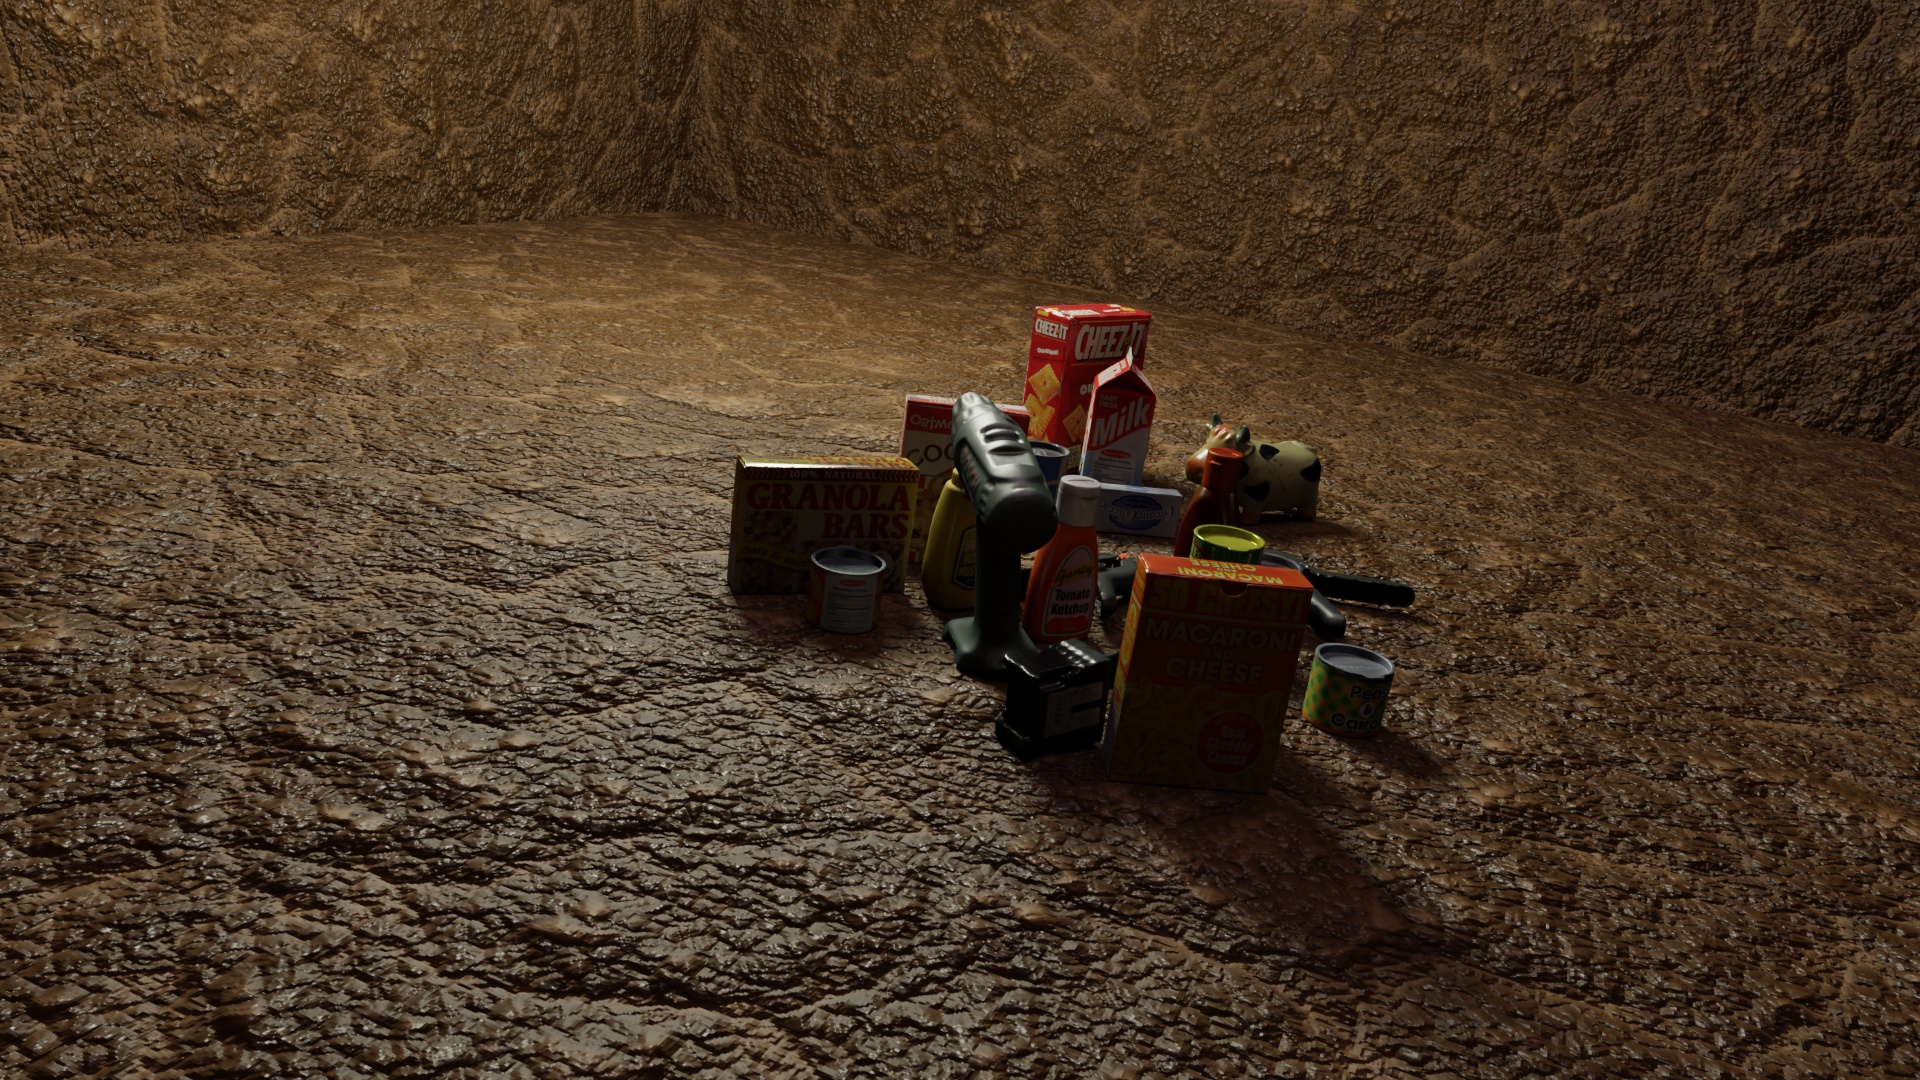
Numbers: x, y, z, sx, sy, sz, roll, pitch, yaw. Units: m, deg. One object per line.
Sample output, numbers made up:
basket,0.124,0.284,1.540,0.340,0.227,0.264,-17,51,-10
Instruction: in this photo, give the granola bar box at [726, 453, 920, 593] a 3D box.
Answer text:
granola bar box,-0.128,-0.015,1.285,0.166,0.123,0.039,0,20,-22

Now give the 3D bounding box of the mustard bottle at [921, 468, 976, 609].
mustard bottle,0.005,-0.016,1.287,0.065,0.159,0.049,-7,23,-38

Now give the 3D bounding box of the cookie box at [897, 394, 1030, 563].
cookie box,-0.003,-0.057,1.393,0.123,0.166,0.040,5,18,-8

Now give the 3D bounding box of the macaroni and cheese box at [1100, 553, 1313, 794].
macaroni and cheese box,0.178,0.099,1.013,0.124,0.165,0.040,6,18,-7

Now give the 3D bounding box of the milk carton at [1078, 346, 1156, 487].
milk carton,0.187,-0.131,1.653,0.073,0.189,0.072,8,18,1

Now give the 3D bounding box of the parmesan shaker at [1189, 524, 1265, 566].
parmesan shaker,0.242,0.045,1.295,0.071,0.102,0.071,7,18,-2

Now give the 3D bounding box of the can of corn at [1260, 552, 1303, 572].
can of corn,0.302,0.050,1.375,0.071,0.058,0.071,7,19,-2

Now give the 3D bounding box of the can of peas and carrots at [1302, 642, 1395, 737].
can of peas and carrots,0.325,0.126,1.162,0.071,0.058,0.071,7,19,-2

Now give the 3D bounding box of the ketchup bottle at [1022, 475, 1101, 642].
ketchup bottle,0.096,0.016,1.248,0.065,0.148,0.043,-2,21,-27

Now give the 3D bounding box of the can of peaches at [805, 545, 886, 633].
can of peaches,-0.102,0.043,1.228,0.071,0.057,0.071,7,19,-2

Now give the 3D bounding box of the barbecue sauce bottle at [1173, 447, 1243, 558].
barbecue sauce bottle,0.257,-0.020,1.420,0.065,0.148,0.044,21,22,34

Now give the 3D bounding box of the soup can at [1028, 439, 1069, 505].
soup can,0.083,-0.066,1.586,0.071,0.083,0.071,7,18,-2

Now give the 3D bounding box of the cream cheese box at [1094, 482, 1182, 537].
cream cheese box,0.198,-0.034,1.586,0.104,0.053,0.024,5,19,-10
